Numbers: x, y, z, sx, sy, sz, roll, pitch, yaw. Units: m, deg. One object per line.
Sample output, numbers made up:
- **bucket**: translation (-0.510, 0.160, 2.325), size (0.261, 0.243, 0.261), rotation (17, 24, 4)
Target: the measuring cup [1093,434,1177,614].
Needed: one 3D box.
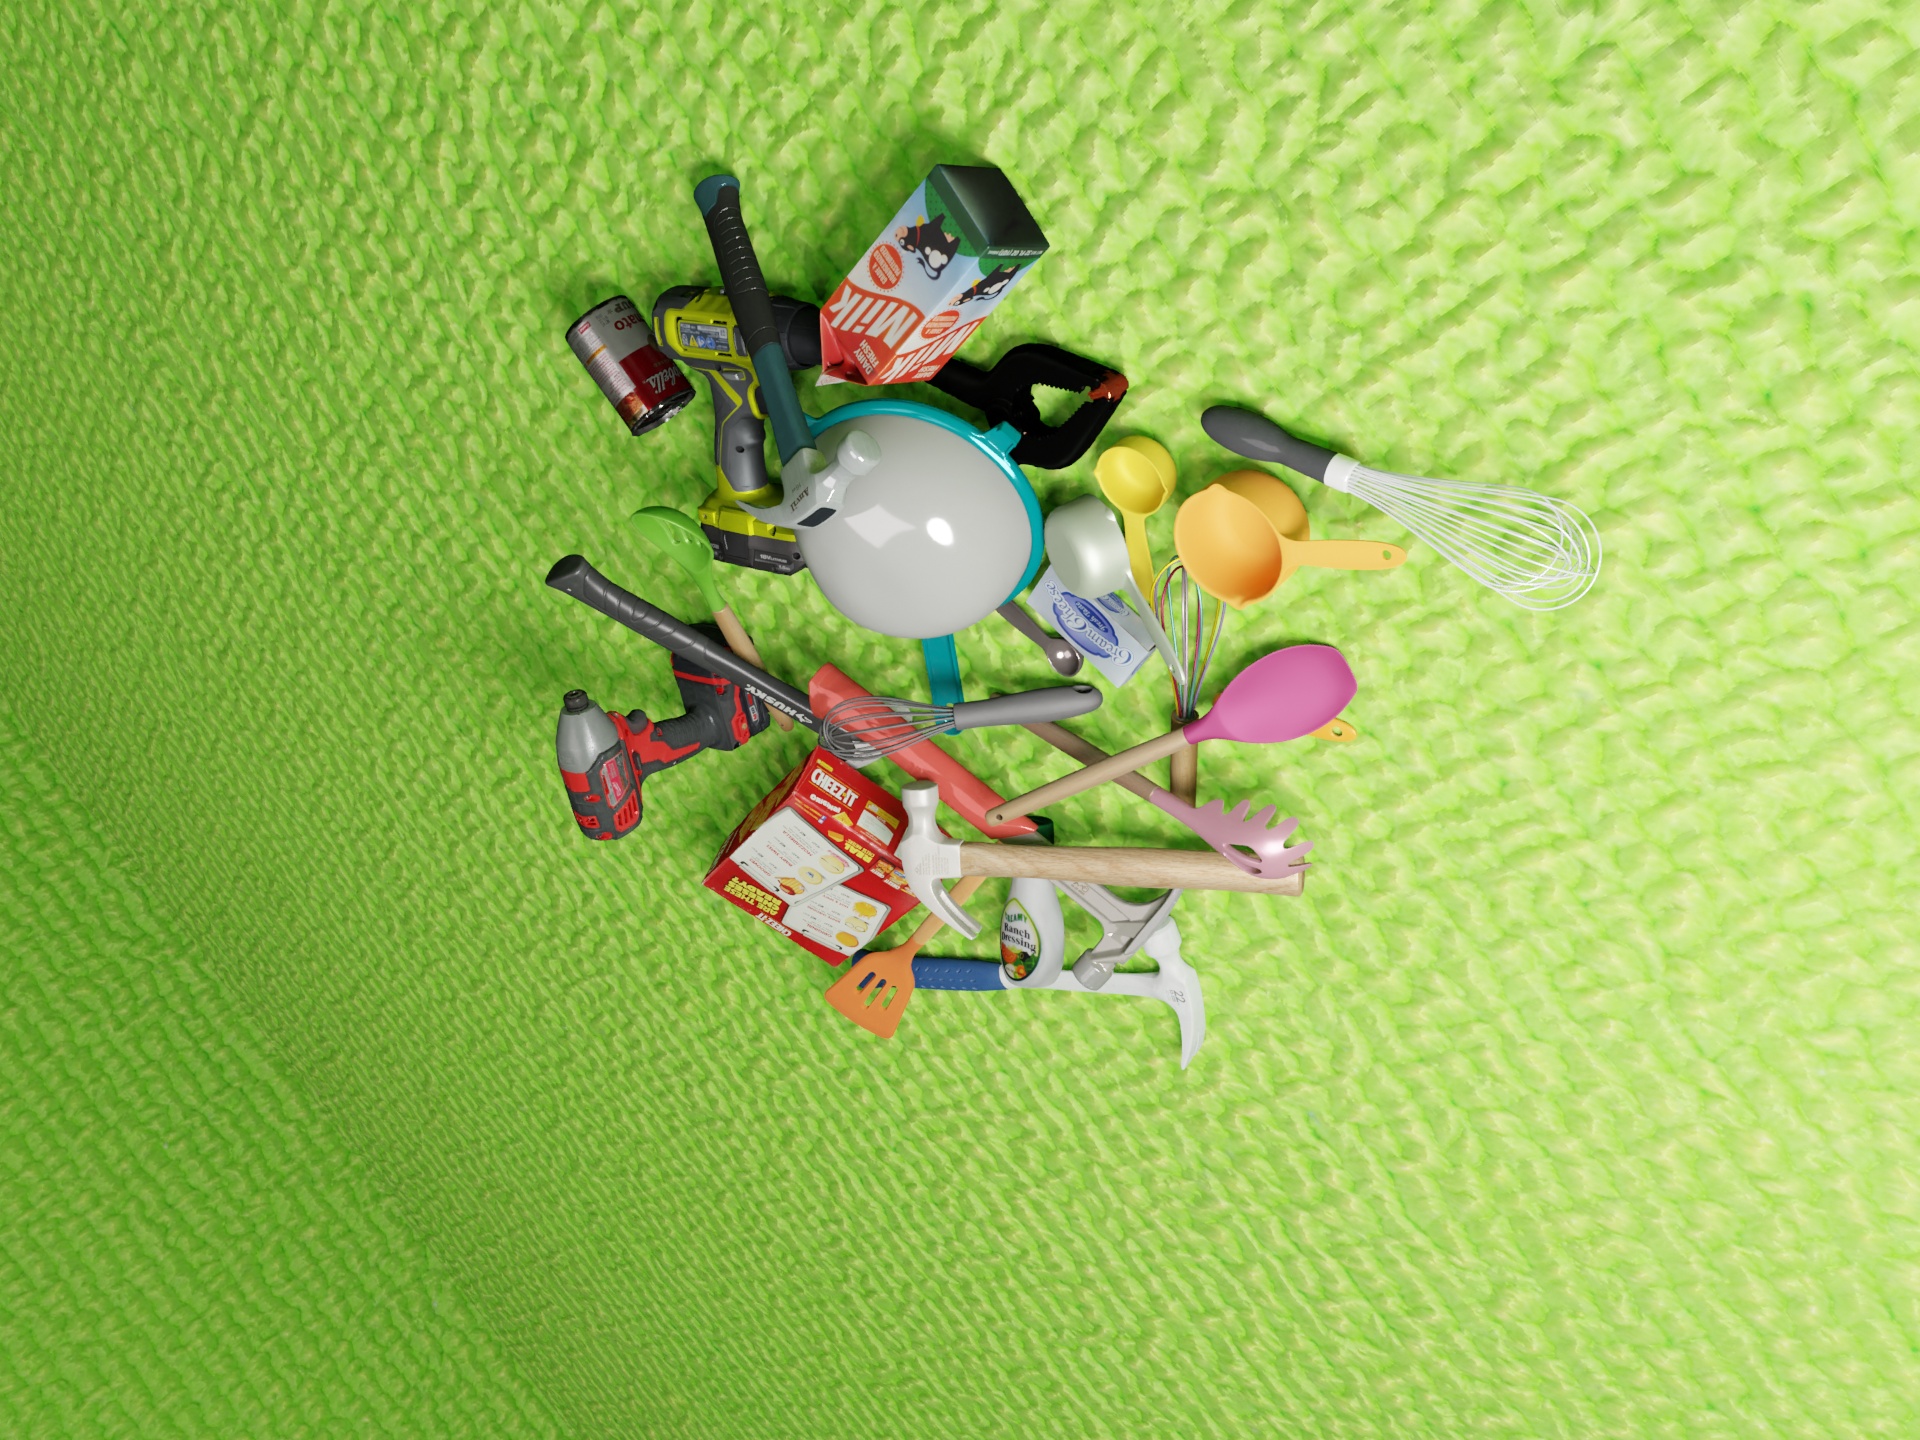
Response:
- **measuring cup**: translation (0.137, -0.143, 1.180), size (0.062, 0.029, 0.156), rotation (20, 141, 32)

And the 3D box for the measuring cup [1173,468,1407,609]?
- **measuring cup**: translation (0.231, -0.125, 1.079), size (0.174, 0.052, 0.095), rotation (9, 126, 40)

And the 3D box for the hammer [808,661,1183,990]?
- **hammer**: translation (0.022, 0.065, 1.345), size (0.359, 0.037, 0.149), rotation (39, 112, 6)

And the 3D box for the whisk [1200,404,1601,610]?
- **whisk**: translation (0.276, -0.148, 1.032), size (0.285, 0.070, 0.070), rotation (29, 133, 28)

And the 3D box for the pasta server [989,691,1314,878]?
- **pasta server**: translation (0.141, 0.043, 1.264), size (0.316, 0.040, 0.060), rotation (32, 144, 37)

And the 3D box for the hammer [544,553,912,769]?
- **hammer**: translation (-0.215, -0.050, 1.421), size (0.334, 0.035, 0.146), rotation (30, 146, -18)

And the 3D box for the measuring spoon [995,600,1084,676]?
- **measuring spoon**: translation (0.056, -0.082, 1.293), size (0.124, 0.018, 0.034), rotation (43, 141, 18)

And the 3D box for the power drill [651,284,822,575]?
- **power drill**: translation (-0.156, -0.242, 1.313), size (0.191, 0.080, 0.228), rotation (15, 124, 32)

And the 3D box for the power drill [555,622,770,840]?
- **power drill**: translation (-0.283, 0.000, 1.477), size (0.079, 0.220, 0.143), rotation (12, 125, 34)

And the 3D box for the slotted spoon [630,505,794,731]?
- **slotted spoon**: translation (-0.208, -0.086, 1.420), size (0.070, 0.031, 0.313), rotation (12, 148, 27)

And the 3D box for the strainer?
- **strainer**: translation (-0.040, -0.088, 1.258), size (0.211, 0.095, 0.340), rotation (8, 137, 18)

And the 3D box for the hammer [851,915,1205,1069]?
- **hammer**: translation (0.053, 0.248, 1.503), size (0.405, 0.035, 0.144), rotation (-5, 114, 42)

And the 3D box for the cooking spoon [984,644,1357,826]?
- **cooking spoon**: translation (0.151, 0.021, 1.214), size (0.319, 0.017, 0.068), rotation (-25, 106, 27)

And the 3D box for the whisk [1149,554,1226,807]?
- **whisk**: translation (0.168, -0.022, 1.217), size (0.051, 0.047, 0.244), rotation (37, 143, 42)

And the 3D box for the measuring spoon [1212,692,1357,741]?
- **measuring spoon**: translation (0.241, 0.000, 1.192), size (0.117, 0.011, 0.021), rotation (15, 127, 32)

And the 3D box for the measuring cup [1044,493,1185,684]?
- **measuring cup**: translation (0.111, -0.090, 1.171), size (0.168, 0.038, 0.083), rotation (62, 164, 21)

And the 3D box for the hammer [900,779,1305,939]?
- **hammer**: translation (0.111, 0.120, 1.293), size (0.331, 0.031, 0.130), rotation (1, 104, 18)

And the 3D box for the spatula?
- **spatula**: translation (-0.031, 0.199, 1.484), size (0.081, 0.041, 0.322), rotation (34, 136, -3)

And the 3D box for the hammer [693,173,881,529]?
- **hammer**: translation (-0.147, -0.284, 1.187), size (0.128, 0.033, 0.331), rotation (-41, 57, 37)

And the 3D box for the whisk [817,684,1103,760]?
- **whisk**: translation (-0.002, -0.004, 1.303), size (0.239, 0.055, 0.055), rotation (-7, 118, 7)
